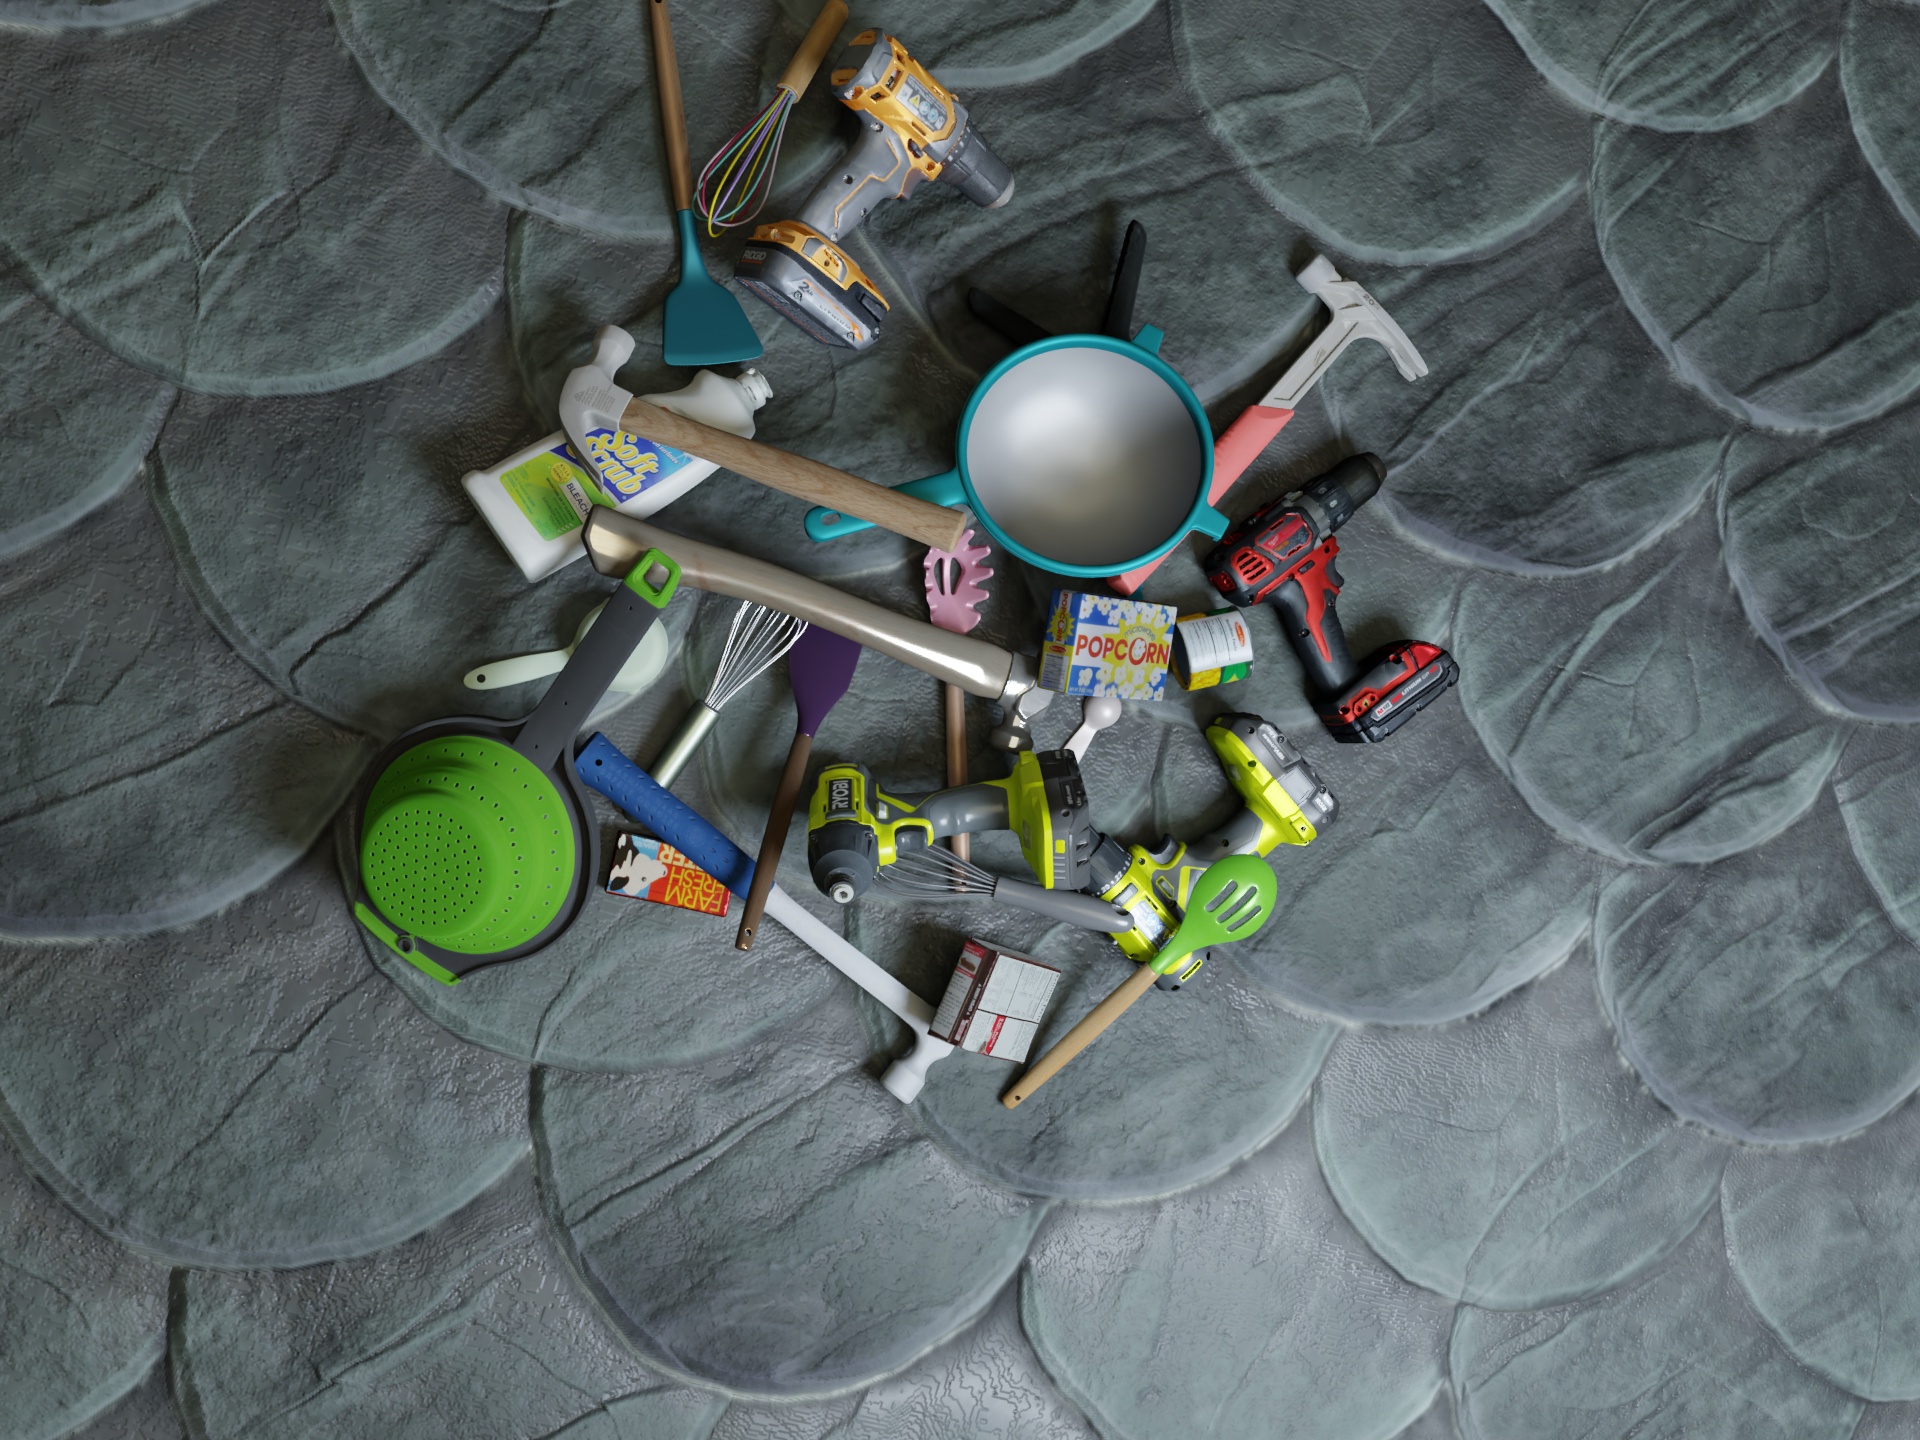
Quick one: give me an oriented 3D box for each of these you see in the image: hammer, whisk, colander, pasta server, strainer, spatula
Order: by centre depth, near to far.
[{"bbox_3d":[-0.341,0.038,1.203,0.204,0.094,0.397,37,101,1],"label":"colander"},{"bbox_3d":[-0.156,-0.200,1.245,0.331,0.031,0.130,20,68,1],"label":"hammer"},{"bbox_3d":[-0.101,-0.098,1.288,0.410,0.038,0.146,19,88,-21],"label":"hammer"},{"bbox_3d":[-0.225,-0.446,1.301,0.082,0.044,0.317,-9,92,-15],"label":"spatula"},{"bbox_3d":[-0.153,-0.495,1.302,0.047,0.051,0.245,48,61,-51],"label":"whisk"},{"bbox_3d":[-0.138,0.036,1.309,0.059,0.018,0.316,18,71,-12],"label":"spatula"},{"bbox_3d":[-0.150,0.146,1.319,0.405,0.035,0.144,41,79,-16],"label":"hammer"},{"bbox_3d":[0.038,-0.190,1.319,0.340,0.095,0.211,-16,78,-6],"label":"strainer"},{"bbox_3d":[-0.205,-0.017,1.320,0.057,0.059,0.246,36,89,-29],"label":"whisk"},{"bbox_3d":[0.031,0.143,1.347,0.239,0.055,0.055,14,89,2],"label":"whisk"},{"bbox_3d":[-0.002,-0.004,1.367,0.060,0.040,0.316,-3,94,-20],"label":"pasta server"},{"bbox_3d":[0.258,-0.242,1.404,0.149,0.037,0.359,44,78,-10],"label":"hammer"}]

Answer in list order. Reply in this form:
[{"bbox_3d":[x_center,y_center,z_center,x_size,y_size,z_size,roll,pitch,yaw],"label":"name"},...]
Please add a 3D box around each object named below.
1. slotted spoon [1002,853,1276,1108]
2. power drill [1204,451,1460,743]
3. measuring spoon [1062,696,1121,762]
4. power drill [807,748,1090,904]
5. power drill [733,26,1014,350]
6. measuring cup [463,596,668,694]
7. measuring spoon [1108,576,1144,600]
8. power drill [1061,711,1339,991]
[{"bbox_3d":[0.149,0.231,1.363,0.070,0.031,0.313,43,104,-11],"label":"slotted spoon"},{"bbox_3d":[0.348,-0.111,1.424,0.188,0.080,0.226,-37,96,-9],"label":"power drill"},{"bbox_3d":[0.102,0.027,1.401,0.034,0.018,0.124,35,85,-11],"label":"measuring spoon"},{"bbox_3d":[-0.012,0.089,1.282,0.223,0.171,0.080,-5,116,-2],"label":"power drill"},{"bbox_3d":[-0.062,-0.417,1.308,0.185,0.084,0.226,30,87,-39],"label":"power drill"},{"bbox_3d":[-0.320,-0.051,1.294,0.167,0.038,0.083,-14,95,-14],"label":"measuring cup"},{"bbox_3d":[0.153,-0.096,1.412,0.042,0.021,0.128,-18,105,-19],"label":"measuring spoon"},{"bbox_3d":[0.198,0.099,1.396,0.228,0.080,0.190,-42,101,-5],"label":"power drill"}]
